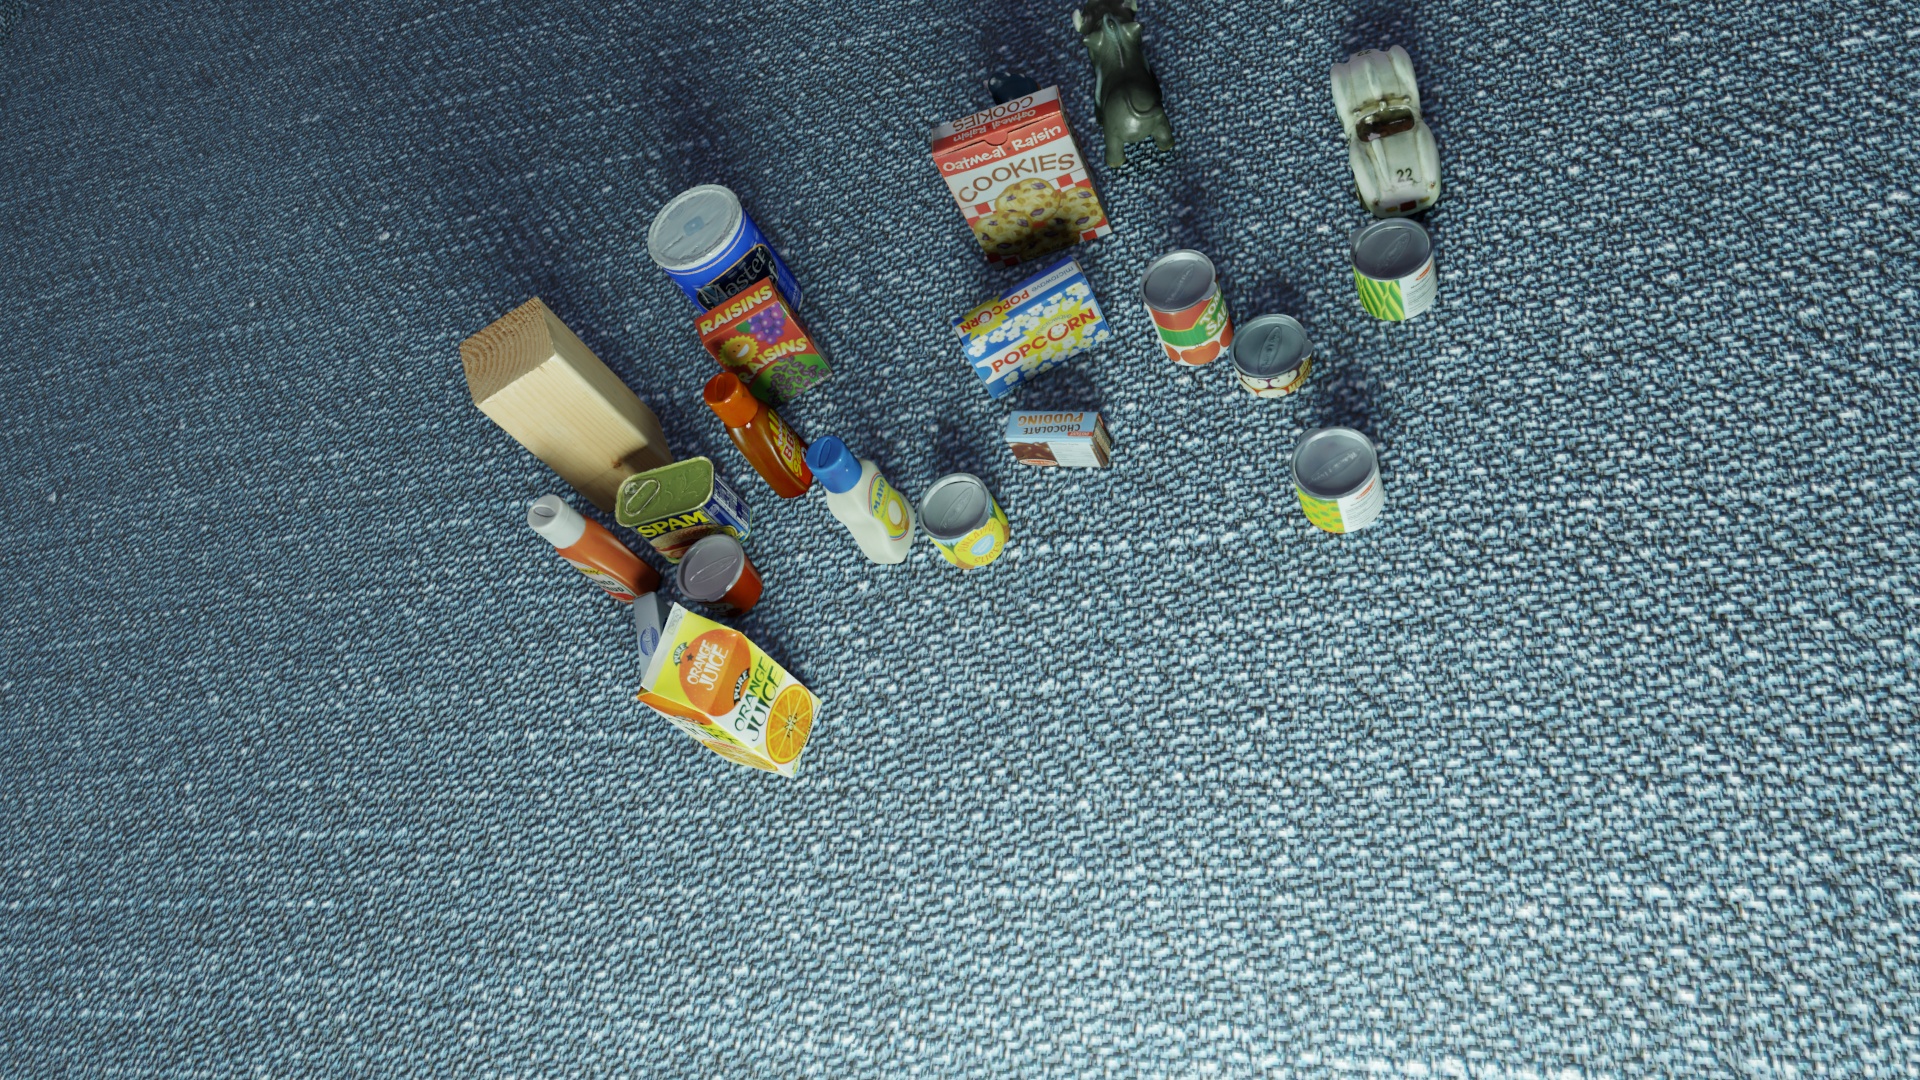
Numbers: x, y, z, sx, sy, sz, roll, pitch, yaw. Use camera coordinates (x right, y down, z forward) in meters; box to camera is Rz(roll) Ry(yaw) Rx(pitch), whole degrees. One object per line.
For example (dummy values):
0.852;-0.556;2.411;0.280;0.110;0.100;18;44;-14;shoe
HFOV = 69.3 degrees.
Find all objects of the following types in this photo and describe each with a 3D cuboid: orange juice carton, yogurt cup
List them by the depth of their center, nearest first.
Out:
-0.194;0.122;1.125;0.073;0.192;0.072;8;66;27;orange juice carton
-0.217;0.035;1.272;0.072;0.053;0.073;-11;58;18;yogurt cup

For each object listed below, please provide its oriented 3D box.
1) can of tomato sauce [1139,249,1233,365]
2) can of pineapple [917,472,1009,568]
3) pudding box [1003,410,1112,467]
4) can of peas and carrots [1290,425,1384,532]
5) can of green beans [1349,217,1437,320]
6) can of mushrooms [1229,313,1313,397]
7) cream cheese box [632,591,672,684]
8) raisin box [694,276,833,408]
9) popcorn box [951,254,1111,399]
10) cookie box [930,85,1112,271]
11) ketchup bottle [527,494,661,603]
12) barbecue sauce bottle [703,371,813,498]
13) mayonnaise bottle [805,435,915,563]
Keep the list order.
0.200;-0.202;1.212;0.071;0.083;0.071;-11;58;18;can of tomato sauce
0.004;-0.015;1.203;0.071;0.057;0.071;-11;58;18;can of pineapple
0.085;-0.089;1.216;0.083;0.049;0.030;3;63;25;pudding box
0.296;-0.049;1.096;0.071;0.058;0.071;-11;58;18;can of peas and carrots
0.366;-0.228;1.171;0.071;0.057;0.071;-11;58;18;can of green beans
0.268;-0.157;1.187;0.071;0.033;0.071;-11;58;18;can of mushrooms
-0.268;0.102;1.255;0.024;0.053;0.104;-23;55;10;cream cheese box
-0.189;-0.187;1.347;0.086;0.123;0.040;-29;55;6;raisin box
0.065;-0.193;1.264;0.126;0.085;0.038;-29;54;6;popcorn box
0.059;-0.334;1.299;0.123;0.167;0.040;-16;57;15;cookie box
-0.340;0.008;1.283;0.065;0.148;0.044;13;68;29;ketchup bottle
-0.185;-0.099;1.278;0.043;0.148;0.065;-15;57;15;barbecue sauce bottle
-0.085;-0.037;1.199;0.041;0.147;0.065;-1;62;23;mayonnaise bottle
